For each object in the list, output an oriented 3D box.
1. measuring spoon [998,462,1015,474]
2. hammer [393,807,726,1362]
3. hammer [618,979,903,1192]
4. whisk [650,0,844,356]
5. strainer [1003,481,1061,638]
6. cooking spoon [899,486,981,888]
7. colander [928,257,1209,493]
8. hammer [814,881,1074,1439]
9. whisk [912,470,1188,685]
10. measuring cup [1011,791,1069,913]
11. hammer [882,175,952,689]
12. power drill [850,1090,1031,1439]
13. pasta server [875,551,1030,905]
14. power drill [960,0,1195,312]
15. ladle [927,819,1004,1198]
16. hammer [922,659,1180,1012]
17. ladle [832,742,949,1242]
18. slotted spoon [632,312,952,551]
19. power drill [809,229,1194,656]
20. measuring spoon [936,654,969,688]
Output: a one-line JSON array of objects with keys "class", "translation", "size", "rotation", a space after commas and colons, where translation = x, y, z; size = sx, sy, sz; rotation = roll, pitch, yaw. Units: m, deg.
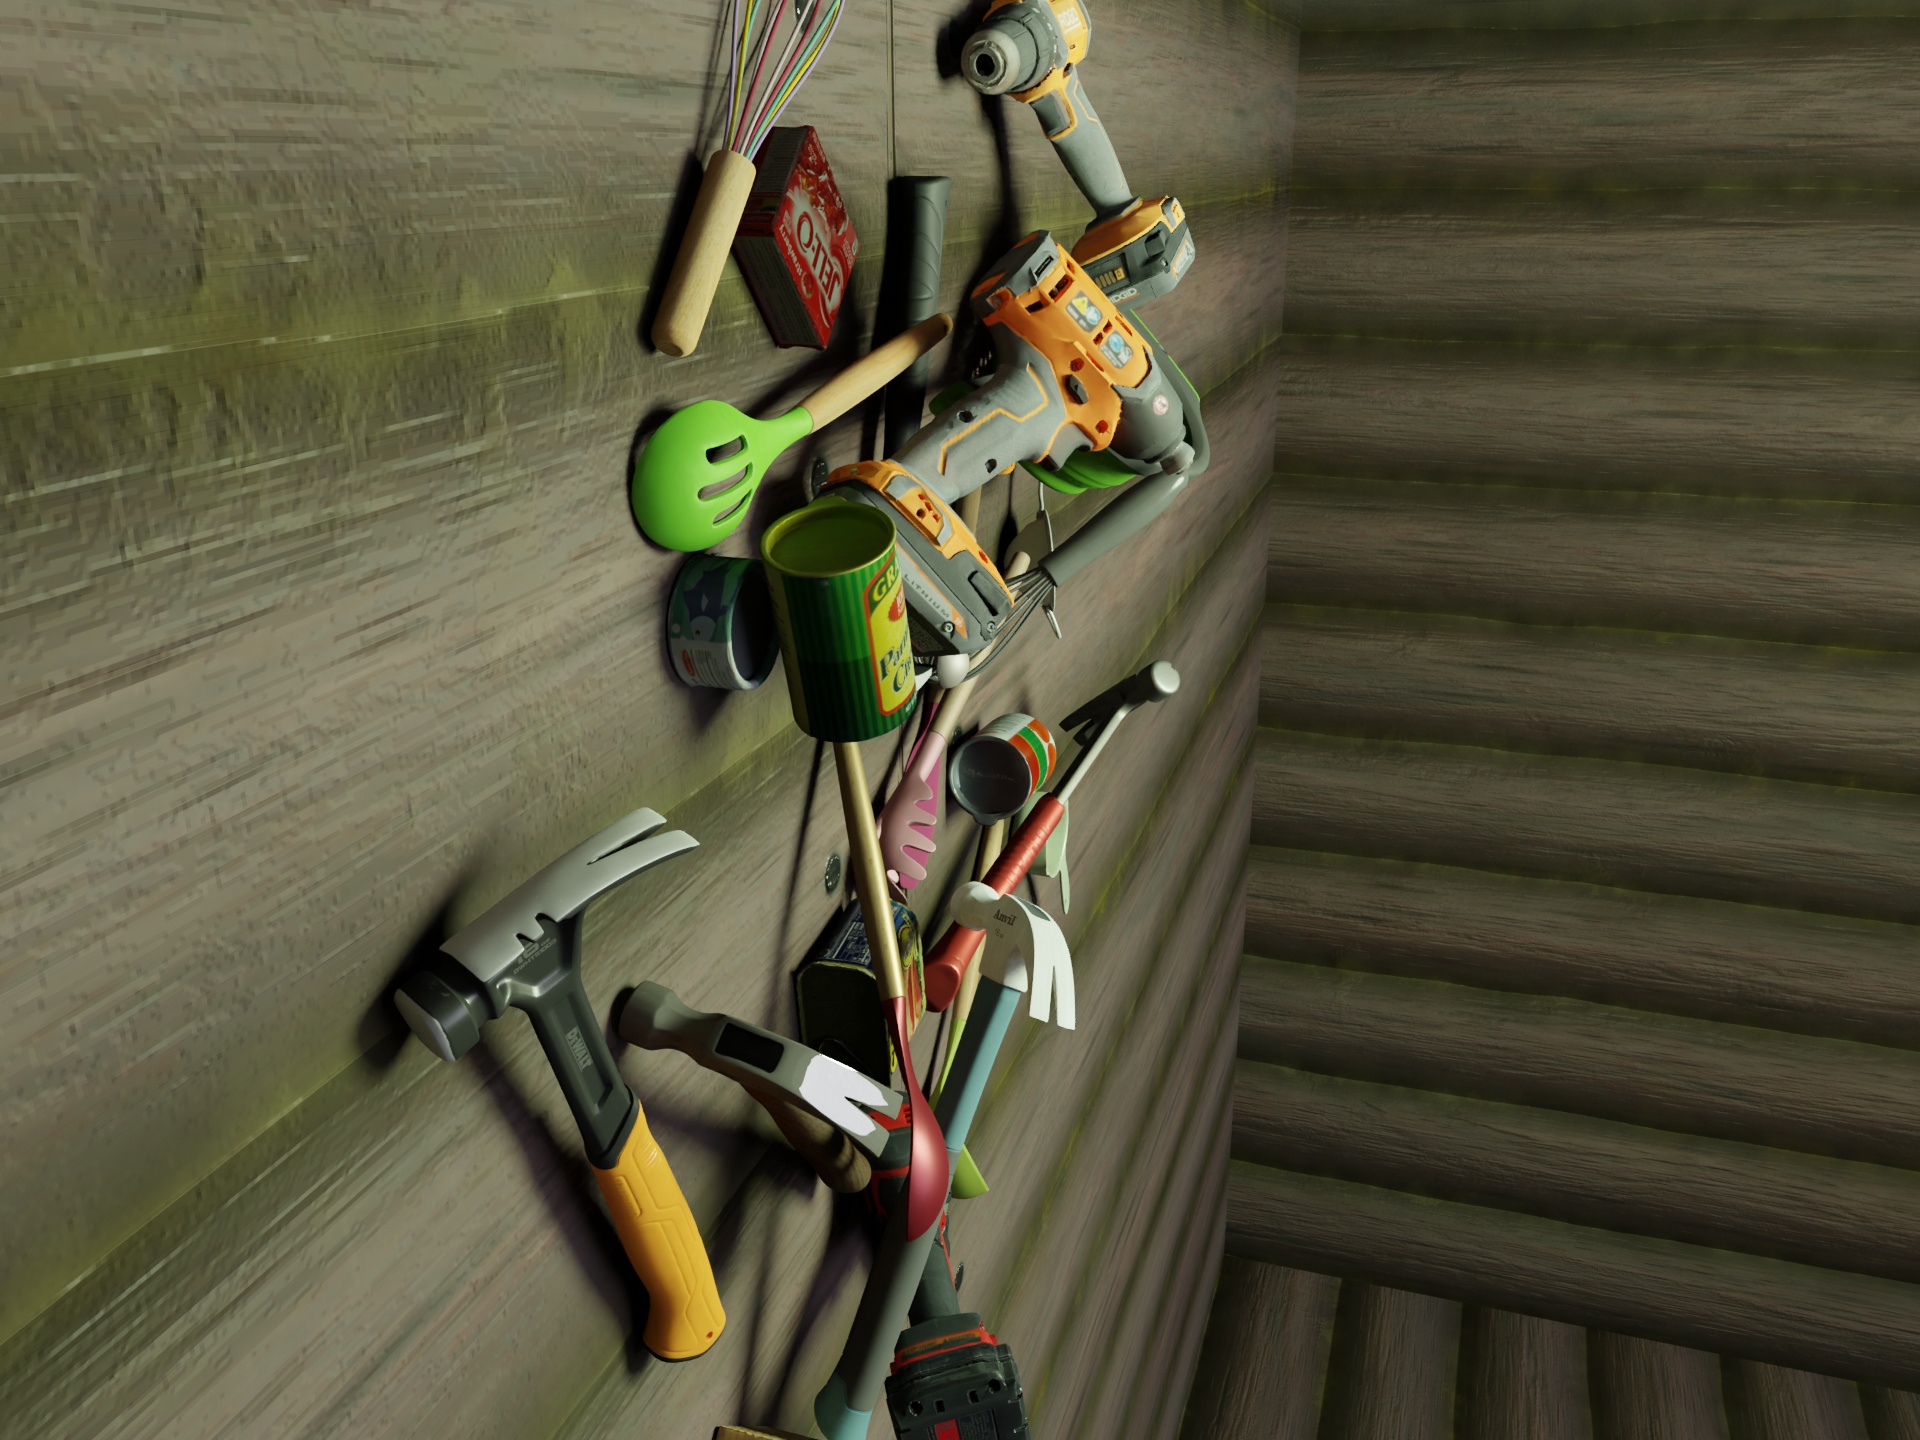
[{"class": "measuring spoon", "translation": [0.029, -0.201, 1.233], "size": [0.117, 0.011, 0.021], "rotation": [-25, 120, -71]}, {"class": "hammer", "translation": [-0.146, 0.190, 0.717], "size": [0.127, 0.034, 0.336], "rotation": [-40, 142, -32]}, {"class": "hammer", "translation": [-0.084, 0.221, 0.877], "size": [0.331, 0.130, 0.031], "rotation": [79, 32, -64]}, {"class": "whisk", "translation": [-0.097, -0.278, 0.750], "size": [0.047, 0.051, 0.245], "rotation": [66, 37, -68]}, {"class": "strainer", "translation": [0.063, -0.196, 1.285], "size": [0.087, 0.050, 0.258], "rotation": [-136, -132, -83]}, {"class": "cooking spoon", "translation": [-0.012, -0.037, 1.144], "size": [0.068, 0.017, 0.319], "rotation": [25, 72, -71]}, {"class": "colander", "translation": [0.051, -0.215, 1.119], "size": [0.204, 0.094, 0.397], "rotation": [52, 30, 2]}, {"class": "hammer", "translation": [-0.016, 0.264, 0.946], "size": [0.033, 0.128, 0.331], "rotation": [23, 85, -29]}, {"class": "whisk", "translation": [0.062, -0.101, 1.099], "size": [0.239, 0.055, 0.055], "rotation": [-37, 154, -3]}, {"class": "measuring cup", "translation": [0.076, 0.129, 1.460], "size": [0.167, 0.038, 0.083], "rotation": [77, 25, -51]}, {"class": "hammer", "translation": [-0.035, -0.176, 0.987], "size": [0.146, 0.035, 0.335], "rotation": [22, 74, -77]}, {"class": "power drill", "translation": [-0.019, 0.384, 1.056], "size": [0.227, 0.080, 0.187], "rotation": [-110, -171, -49]}, {"class": "pasta server", "translation": [-0.002, -0.004, 1.111], "size": [0.060, 0.040, 0.316], "rotation": [-45, -164, 52]}, {"class": "power drill", "translation": [0.078, -0.400, 1.122], "size": [0.226, 0.084, 0.185], "rotation": [62, 29, -19]}, {"class": "ladle", "translation": [0.016, 0.215, 1.265], "size": [0.078, 0.062, 0.320], "rotation": [77, 22, -64]}, {"class": "hammer", "translation": [0.054, 0.091, 1.266], "size": [0.149, 0.036, 0.359], "rotation": [-36, -167, 52]}, {"class": "ladle", "translation": [-0.045, 0.136, 0.920], "size": [0.069, 0.031, 0.316], "rotation": [90, -11, -73]}, {"class": "slotted spoon", "translation": [-0.071, -0.167, 0.833], "size": [0.314, 0.031, 0.070], "rotation": [-50, 144, -52]}, {"class": "power drill", "translation": [0.031, -0.143, 0.903], "size": [0.164, 0.084, 0.226], "rotation": [43, 74, -19]}, {"class": "measuring spoon", "translation": [-0.007, -0.074, 1.021], "size": [0.034, 0.018, 0.124], "rotation": [-69, 158, -50]}]
